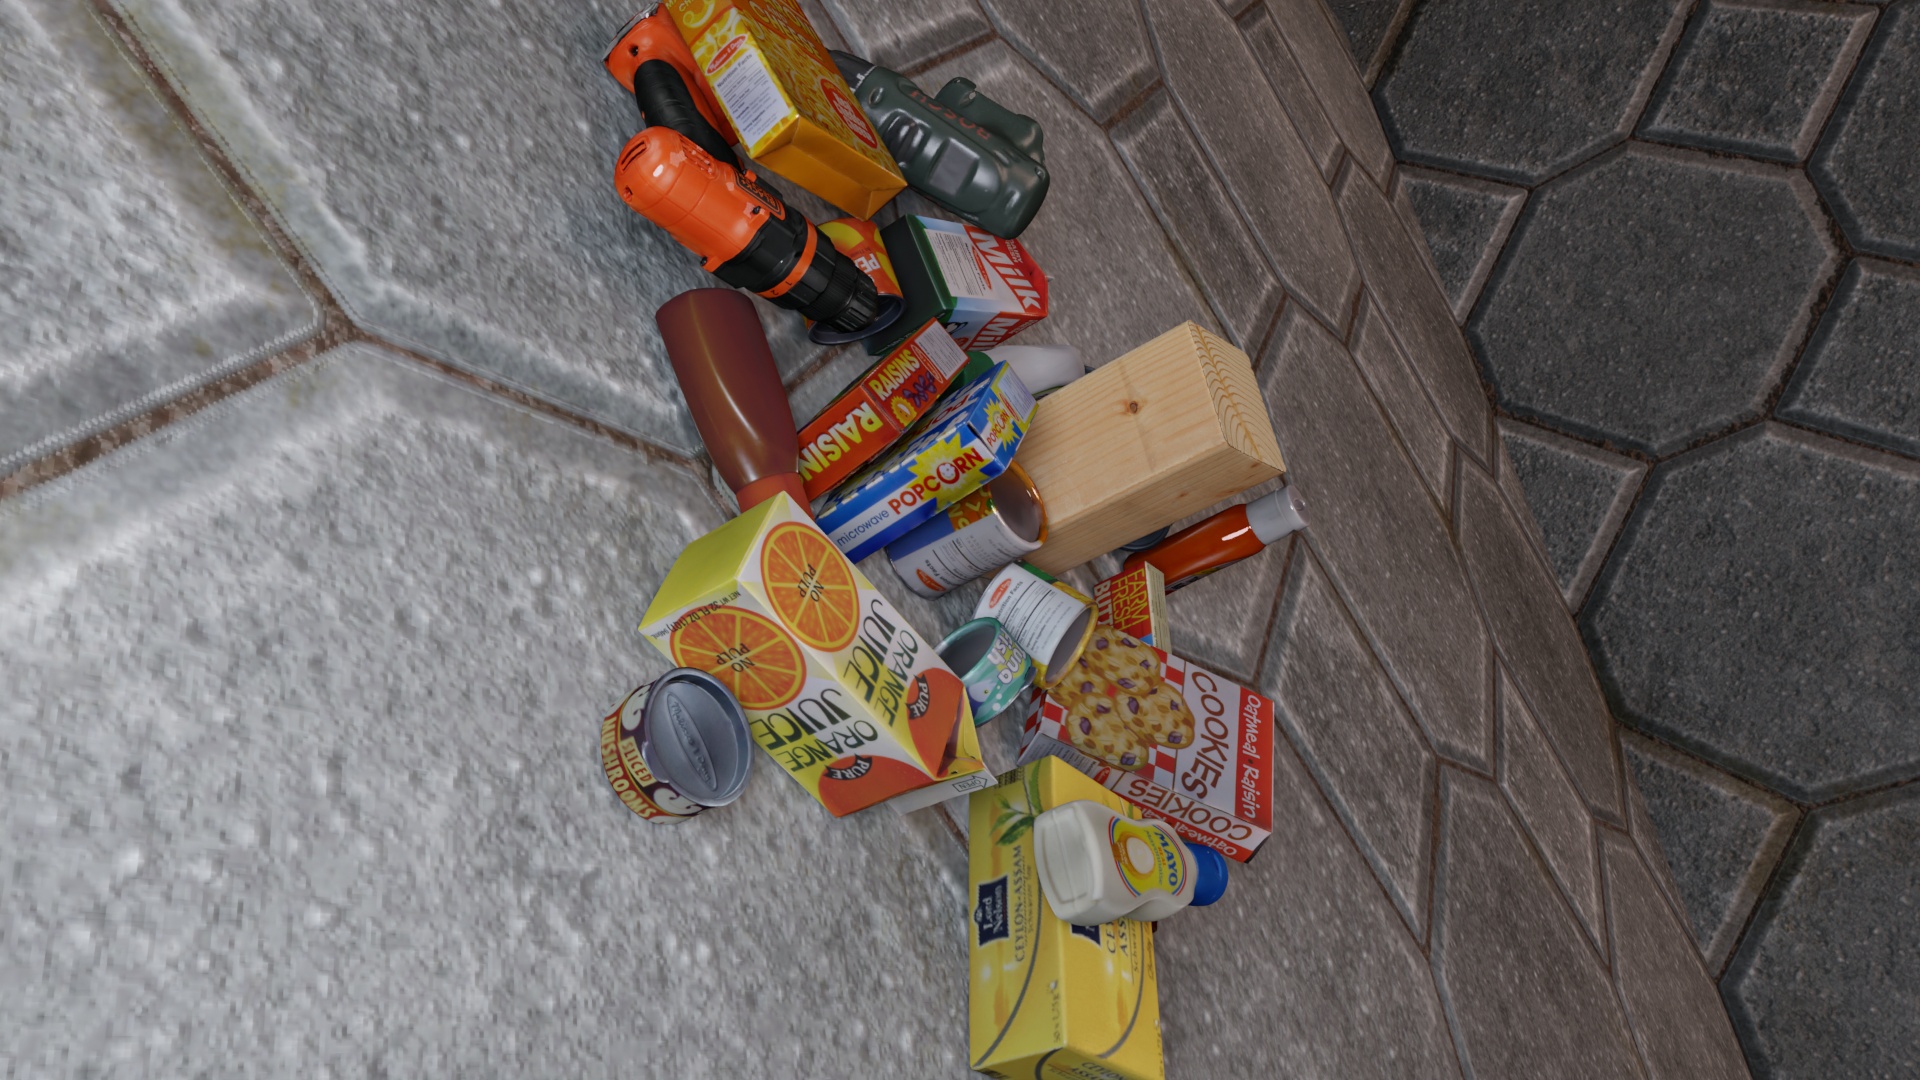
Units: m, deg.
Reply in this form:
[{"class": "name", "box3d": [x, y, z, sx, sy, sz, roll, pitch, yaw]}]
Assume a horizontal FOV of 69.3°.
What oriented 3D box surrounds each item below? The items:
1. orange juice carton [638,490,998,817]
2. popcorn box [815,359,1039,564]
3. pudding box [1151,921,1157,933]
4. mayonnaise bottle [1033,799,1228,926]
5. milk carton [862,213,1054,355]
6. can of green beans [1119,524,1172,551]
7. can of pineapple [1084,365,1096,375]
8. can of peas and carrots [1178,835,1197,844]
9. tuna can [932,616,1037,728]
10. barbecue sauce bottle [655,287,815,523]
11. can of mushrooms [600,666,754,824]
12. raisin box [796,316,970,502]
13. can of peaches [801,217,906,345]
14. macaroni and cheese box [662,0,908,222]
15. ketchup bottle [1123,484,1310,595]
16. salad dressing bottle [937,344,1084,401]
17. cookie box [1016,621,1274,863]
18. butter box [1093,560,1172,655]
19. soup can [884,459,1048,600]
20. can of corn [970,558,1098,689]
[{"class": "orange juice carton", "box3d": [-0.065, 0.074, 0.714, 0.192, 0.071, 0.073, 49, 34, -23]}, {"class": "popcorn box", "box3d": [-0.020, -0.046, 0.822, 0.038, 0.126, 0.085, 50, 32, -14]}, {"class": "pudding box", "box3d": [0.105, 0.212, 0.910, 0.049, 0.030, 0.084, 44, 35, -28]}, {"class": "mayonnaise bottle", "box3d": [0.099, 0.183, 0.777, 0.148, 0.041, 0.065, 20, 48, -48]}, {"class": "milk carton", "box3d": [-0.002, -0.180, 1.010, 0.191, 0.072, 0.073, -12, 77, -58]}, {"class": "can of green beans", "box3d": [0.146, -0.032, 1.127, 0.071, 0.071, 0.058, 59, 30, -8]}, {"class": "can of pineapple", "box3d": [0.105, -0.100, 1.122, 0.058, 0.071, 0.071, 20, 51, -50]}, {"class": "can of peas and carrots", "box3d": [0.159, 0.184, 0.987, 0.071, 0.058, 0.071, 38, 39, -38]}, {"class": "tuna can", "box3d": [0.009, 0.078, 0.826, 0.032, 0.071, 0.071, 50, 32, -20]}, {"class": "barbecue sauce bottle", "box3d": [-0.119, -0.064, 0.767, 0.065, 0.043, 0.148, -4, 71, -60]}, {"class": "can of mushrooms", "box3d": [-0.130, 0.095, 0.635, 0.071, 0.033, 0.071, 37, 39, -38]}, {"class": "raisin box", "box3d": [-0.053, -0.079, 0.836, 0.040, 0.086, 0.124, 51, 31, -9]}, {"class": "can of peaches", "box3d": [-0.075, -0.166, 0.889, 0.071, 0.071, 0.058, 1, 66, -57]}, {"class": "macaroni and cheese box", "box3d": [-0.111, -0.277, 0.818, 0.167, 0.040, 0.124, 60, 20, 18]}, {"class": "ketchup bottle", "box3d": [0.206, 0.002, 1.112, 0.065, 0.148, 0.043, -12, 76, -60]}, {"class": "salad dressing bottle", "box3d": [0.035, -0.124, 1.038, 0.148, 0.064, 0.044, -11, 93, -51]}, {"class": "cookie box", "box3d": [0.128, 0.129, 0.931, 0.167, 0.040, 0.123, 24, 39, -6]}, {"class": "butter box", "box3d": [0.129, 0.069, 1.036, 0.024, 0.053, 0.104, 35, 39, -35]}, {"class": "soup can", "box3d": [0.003, -0.011, 0.873, 0.071, 0.083, 0.072, 37, 38, -37]}, {"class": "can of corn", "box3d": [0.048, 0.054, 0.889, 0.058, 0.071, 0.071, 30, 22, 22]}]
